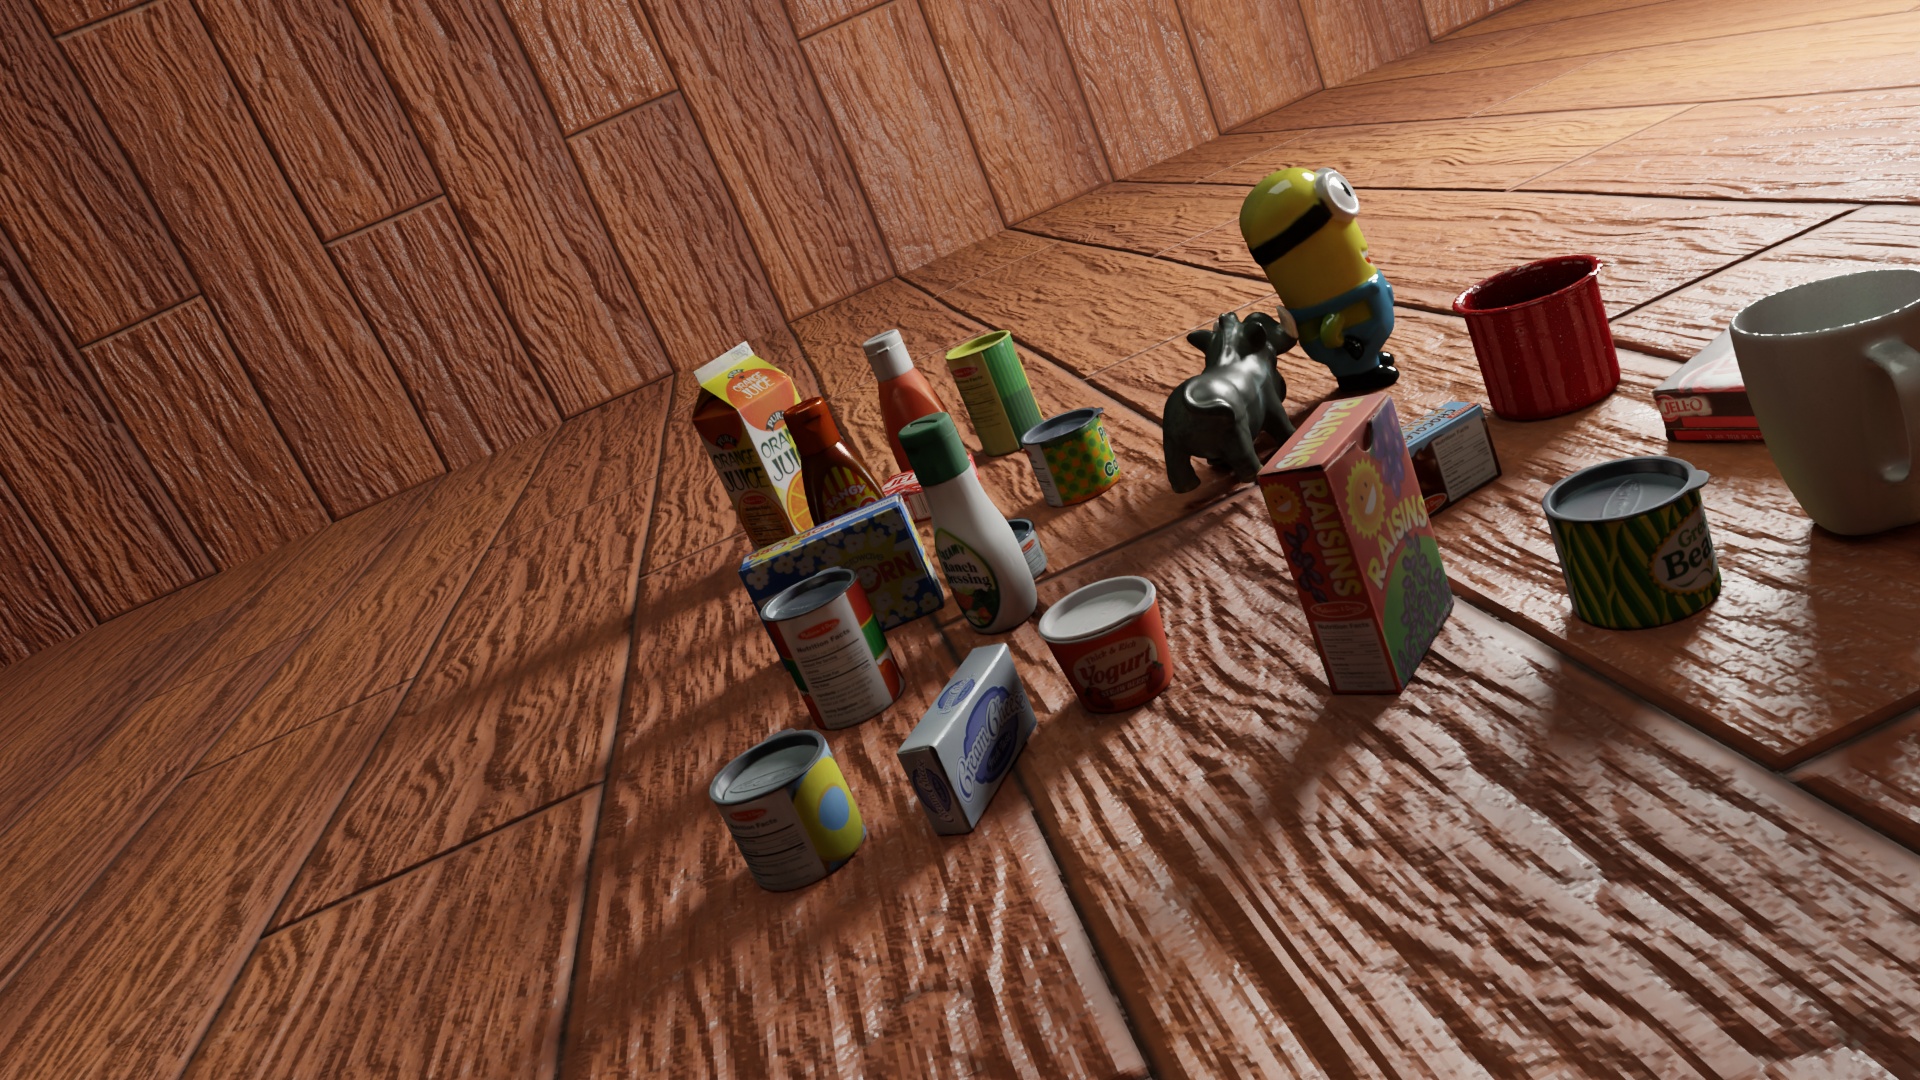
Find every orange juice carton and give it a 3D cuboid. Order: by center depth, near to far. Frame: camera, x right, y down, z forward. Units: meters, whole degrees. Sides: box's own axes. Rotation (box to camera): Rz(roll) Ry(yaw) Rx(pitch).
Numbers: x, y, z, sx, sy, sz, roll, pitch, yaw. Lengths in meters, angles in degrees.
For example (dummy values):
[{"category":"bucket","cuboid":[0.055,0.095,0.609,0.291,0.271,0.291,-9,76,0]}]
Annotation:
[{"category":"orange juice carton","cuboid":[-0.179,-0.082,1.273,0.073,0.192,0.072,-6,24,44]}]

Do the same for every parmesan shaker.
[{"category":"parmesan shaker","cuboid":[0.033,-0.140,1.326,0.071,0.102,0.071,-21,17,7]}]

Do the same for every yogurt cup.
[{"category":"yogurt cup","cuboid":[0.083,0.059,0.768,0.072,0.053,0.072,-21,18,7]}]

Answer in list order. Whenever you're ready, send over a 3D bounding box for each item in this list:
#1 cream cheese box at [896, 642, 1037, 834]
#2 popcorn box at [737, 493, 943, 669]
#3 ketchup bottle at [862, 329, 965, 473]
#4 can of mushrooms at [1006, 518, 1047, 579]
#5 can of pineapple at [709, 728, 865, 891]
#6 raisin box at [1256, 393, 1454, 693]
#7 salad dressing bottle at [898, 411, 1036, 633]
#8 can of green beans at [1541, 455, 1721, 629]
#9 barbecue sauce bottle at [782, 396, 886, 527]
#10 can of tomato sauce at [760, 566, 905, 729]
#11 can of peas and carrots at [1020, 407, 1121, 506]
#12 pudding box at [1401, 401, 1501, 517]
[{"category":"cream cheese box","cuboid":[0.006,0.103,0.734,0.024,0.053,0.104,-13,20,30]},{"category":"popcorn box","cuboid":[-0.085,0.029,1.011,0.127,0.085,0.038,-22,17,2]},{"category":"ketchup bottle","cuboid":[-0.046,-0.122,1.297,0.065,0.148,0.044,-21,17,6]},{"category":"can of mushrooms","cuboid":[0.026,0.013,1.005,0.071,0.033,0.071,-21,18,7]},{"category":"can of pineapple","cuboid":[-0.090,0.141,0.736,0.071,0.057,0.071,-21,18,7]},{"category":"raisin box","cuboid":[0.196,0.001,0.680,0.040,0.123,0.086,-7,24,42]},{"category":"salad dressing bottle","cuboid":[0.003,-0.011,0.916,0.044,0.147,0.064,-35,21,-33]},{"category":"can of green beans","cuboid":[0.312,0.001,0.645,0.071,0.057,0.071,-21,18,7]},{"category":"barbecue sauce bottle","cuboid":[-0.099,-0.044,1.136,0.065,0.148,0.044,-27,17,-11]},{"category":"can of tomato sauce","cuboid":[-0.081,0.069,0.894,0.071,0.083,0.071,-21,17,7]},{"category":"can of peas and carrots","cuboid":[0.092,-0.068,1.118,0.071,0.058,0.071,-21,18,7]},{"category":"pudding box","cuboid":[0.279,-0.045,0.832,0.084,0.049,0.030,-28,18,-16]}]
